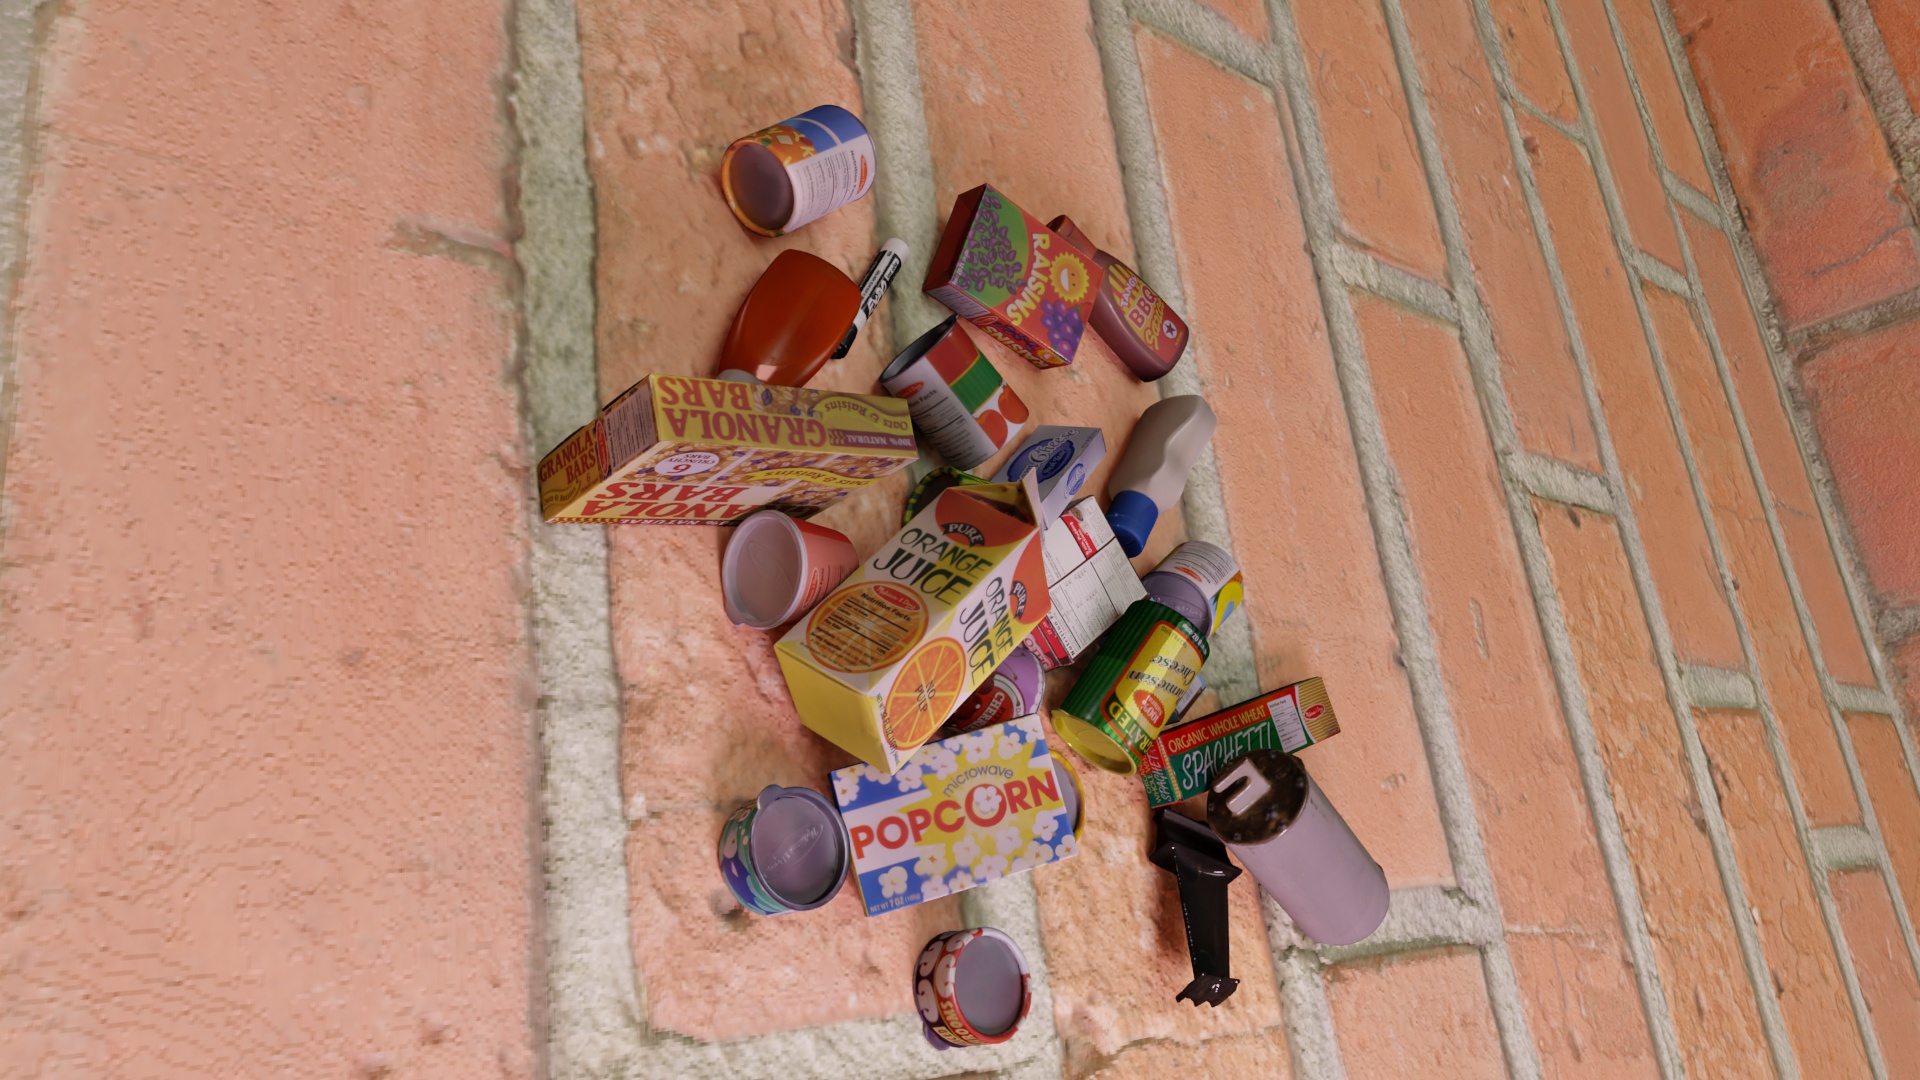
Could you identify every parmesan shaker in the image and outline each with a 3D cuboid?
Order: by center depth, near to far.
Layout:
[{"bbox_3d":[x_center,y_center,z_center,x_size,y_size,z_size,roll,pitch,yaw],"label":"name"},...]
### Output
[{"bbox_3d":[0.114,0.097,0.939,0.071,0.071,0.103,45,66,-19],"label":"parmesan shaker"}]

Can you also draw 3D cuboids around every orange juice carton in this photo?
[{"bbox_3d":[-0.011,0.037,0.809,0.193,0.073,0.071,-44,141,-30],"label":"orange juice carton"}]

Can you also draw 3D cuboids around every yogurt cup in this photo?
[{"bbox_3d":[-0.096,0.018,0.802,0.054,0.072,0.072,8,66,-50],"label":"yogurt cup"}]

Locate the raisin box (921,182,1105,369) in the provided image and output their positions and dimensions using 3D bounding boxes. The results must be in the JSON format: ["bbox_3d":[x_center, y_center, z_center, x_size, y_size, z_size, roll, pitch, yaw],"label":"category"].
[{"bbox_3d":[0.042,-0.193,1.027,0.123,0.040,0.086,30,71,-31],"label":"raisin box"}]

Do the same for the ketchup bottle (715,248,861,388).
[{"bbox_3d":[-0.116,-0.115,0.853,0.065,0.043,0.149,30,52,-5],"label":"ketchup bottle"}]

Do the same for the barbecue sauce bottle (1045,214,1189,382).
[{"bbox_3d":[0.120,-0.197,1.116,0.148,0.043,0.065,42,53,-21],"label":"barbecue sauce bottle"}]

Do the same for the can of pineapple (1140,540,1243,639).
[{"bbox_3d":[0.171,0.042,1.042,0.058,0.070,0.071,-36,97,-46],"label":"can of pineapple"}]

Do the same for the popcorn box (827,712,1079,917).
[{"bbox_3d":[-0.005,0.156,0.796,0.127,0.038,0.085,-15,79,-8],"label":"popcorn box"}]

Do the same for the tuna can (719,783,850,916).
[{"bbox_3d":[-0.097,0.167,0.754,0.071,0.032,0.071,20,59,-37],"label":"tuna can"}]

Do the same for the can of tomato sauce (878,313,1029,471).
[{"bbox_3d":[-0.002,-0.099,0.940,0.083,0.071,0.071,50,46,-16],"label":"can of tomato sauce"}]

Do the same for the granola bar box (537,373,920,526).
[{"bbox_3d":[-0.126,-0.045,0.757,0.166,0.124,0.039,1,71,-43],"label":"granola bar box"}]

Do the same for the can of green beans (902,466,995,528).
[{"bbox_3d":[0.004,-0.010,0.906,0.058,0.071,0.071,19,60,-37],"label":"can of green beans"}]

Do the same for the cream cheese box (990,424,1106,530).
[{"bbox_3d":[0.058,-0.045,0.980,0.104,0.053,0.024,-50,135,-44],"label":"cream cheese box"}]

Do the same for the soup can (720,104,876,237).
[{"bbox_3d":[-0.108,-0.243,0.909,0.084,0.071,0.071,-40,101,-45],"label":"soup can"}]

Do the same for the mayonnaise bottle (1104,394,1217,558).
[{"bbox_3d":[0.146,-0.050,1.064,0.041,0.064,0.149,51,49,-26],"label":"mayonnaise bottle"}]

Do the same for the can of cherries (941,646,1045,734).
[{"bbox_3d":[0.010,0.091,0.864,0.058,0.071,0.072,28,55,-32],"label":"can of cherries"}]

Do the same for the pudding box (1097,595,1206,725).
[{"bbox_3d":[0.140,0.088,1.015,0.050,0.030,0.083,-40,101,-44],"label":"pudding box"}]

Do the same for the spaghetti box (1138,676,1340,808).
[{"bbox_3d":[0.213,0.148,1.047,0.251,0.028,0.050,-8,76,-49],"label":"spaghetti box"}]

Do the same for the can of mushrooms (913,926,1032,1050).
[{"bbox_3d":[0.007,0.262,0.809,0.071,0.033,0.071,20,59,-37],"label":"can of mushrooms"}]

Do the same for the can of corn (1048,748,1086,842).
[{"bbox_3d":[0.036,0.163,0.863,0.071,0.058,0.071,19,60,-37],"label":"can of corn"}]
